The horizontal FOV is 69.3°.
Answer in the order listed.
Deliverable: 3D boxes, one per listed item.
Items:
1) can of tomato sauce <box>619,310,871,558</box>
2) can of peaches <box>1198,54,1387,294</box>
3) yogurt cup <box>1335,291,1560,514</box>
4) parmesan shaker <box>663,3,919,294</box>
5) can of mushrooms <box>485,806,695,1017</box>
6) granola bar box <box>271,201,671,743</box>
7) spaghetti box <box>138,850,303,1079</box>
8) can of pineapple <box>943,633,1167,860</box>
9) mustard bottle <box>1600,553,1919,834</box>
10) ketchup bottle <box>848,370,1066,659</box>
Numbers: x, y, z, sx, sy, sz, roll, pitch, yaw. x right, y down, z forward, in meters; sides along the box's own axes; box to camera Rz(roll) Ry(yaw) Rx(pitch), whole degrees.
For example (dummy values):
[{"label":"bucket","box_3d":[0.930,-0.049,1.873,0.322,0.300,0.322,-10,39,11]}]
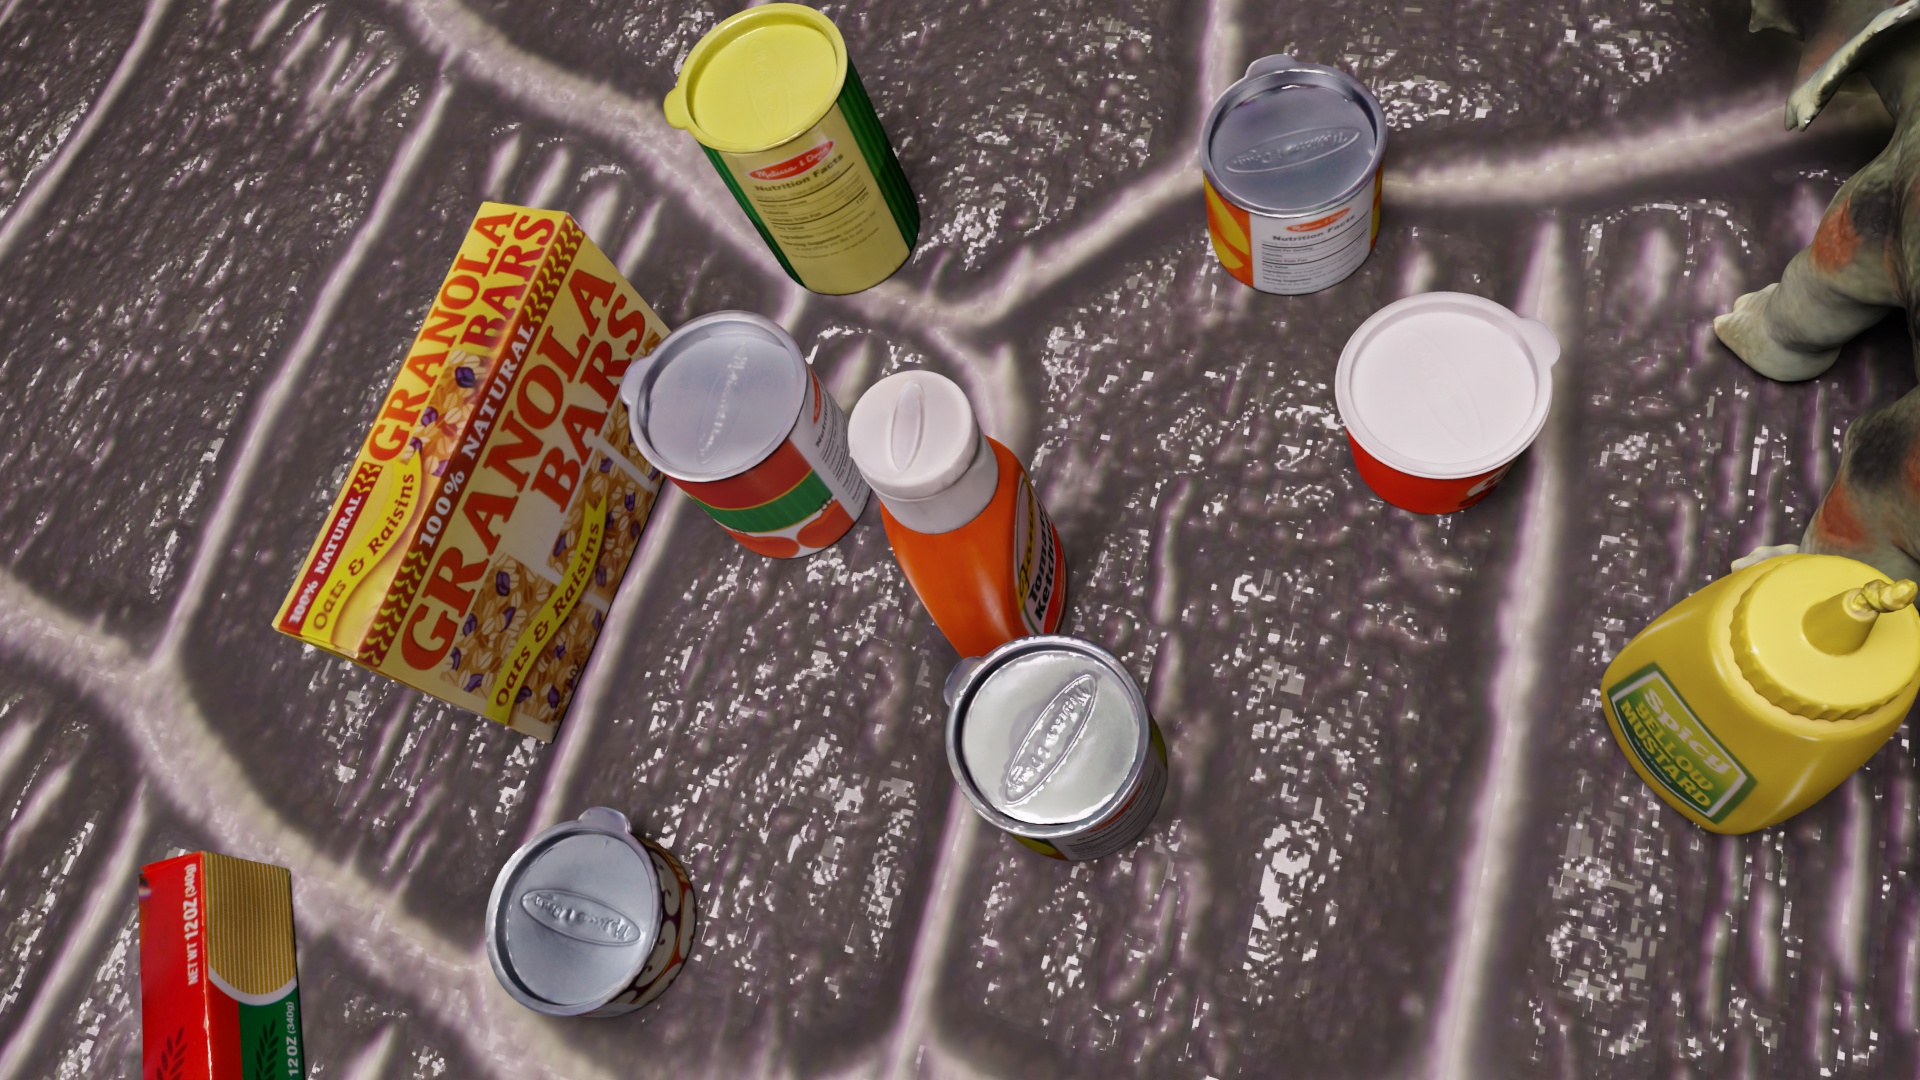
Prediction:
[{"label":"can of tomato sauce","box_3d":[-0.078,-0.037,0.521,0.071,0.083,0.071,-5,68,12]},{"label":"can of peaches","box_3d":[0.125,-0.136,0.523,0.071,0.058,0.071,-5,68,12]},{"label":"yogurt cup","box_3d":[0.164,-0.043,0.478,0.072,0.053,0.072,-5,68,12]},{"label":"parmesan shaker","box_3d":[-0.063,-0.151,0.551,0.071,0.103,0.071,-5,68,13]},{"label":"can of mushrooms","box_3d":[-0.129,0.132,0.493,0.071,0.033,0.071,-5,68,12]},{"label":"granola bar box","box_3d":[-0.164,-0.021,0.513,0.039,0.124,0.166,14,73,19]},{"label":"spaghetti box","box_3d":[-0.249,0.232,0.475,0.028,0.050,0.251,-20,65,6]},{"label":"can of pineapple","box_3d":[0.033,0.069,0.464,0.071,0.057,0.071,-5,68,12]},{"label":"mustard bottle","box_3d":[0.217,0.037,0.374,0.049,0.160,0.065,-33,65,0]},{"label":"ketchup bottle","box_3d":[0.002,-0.006,0.452,0.043,0.148,0.065,0,69,14]}]
